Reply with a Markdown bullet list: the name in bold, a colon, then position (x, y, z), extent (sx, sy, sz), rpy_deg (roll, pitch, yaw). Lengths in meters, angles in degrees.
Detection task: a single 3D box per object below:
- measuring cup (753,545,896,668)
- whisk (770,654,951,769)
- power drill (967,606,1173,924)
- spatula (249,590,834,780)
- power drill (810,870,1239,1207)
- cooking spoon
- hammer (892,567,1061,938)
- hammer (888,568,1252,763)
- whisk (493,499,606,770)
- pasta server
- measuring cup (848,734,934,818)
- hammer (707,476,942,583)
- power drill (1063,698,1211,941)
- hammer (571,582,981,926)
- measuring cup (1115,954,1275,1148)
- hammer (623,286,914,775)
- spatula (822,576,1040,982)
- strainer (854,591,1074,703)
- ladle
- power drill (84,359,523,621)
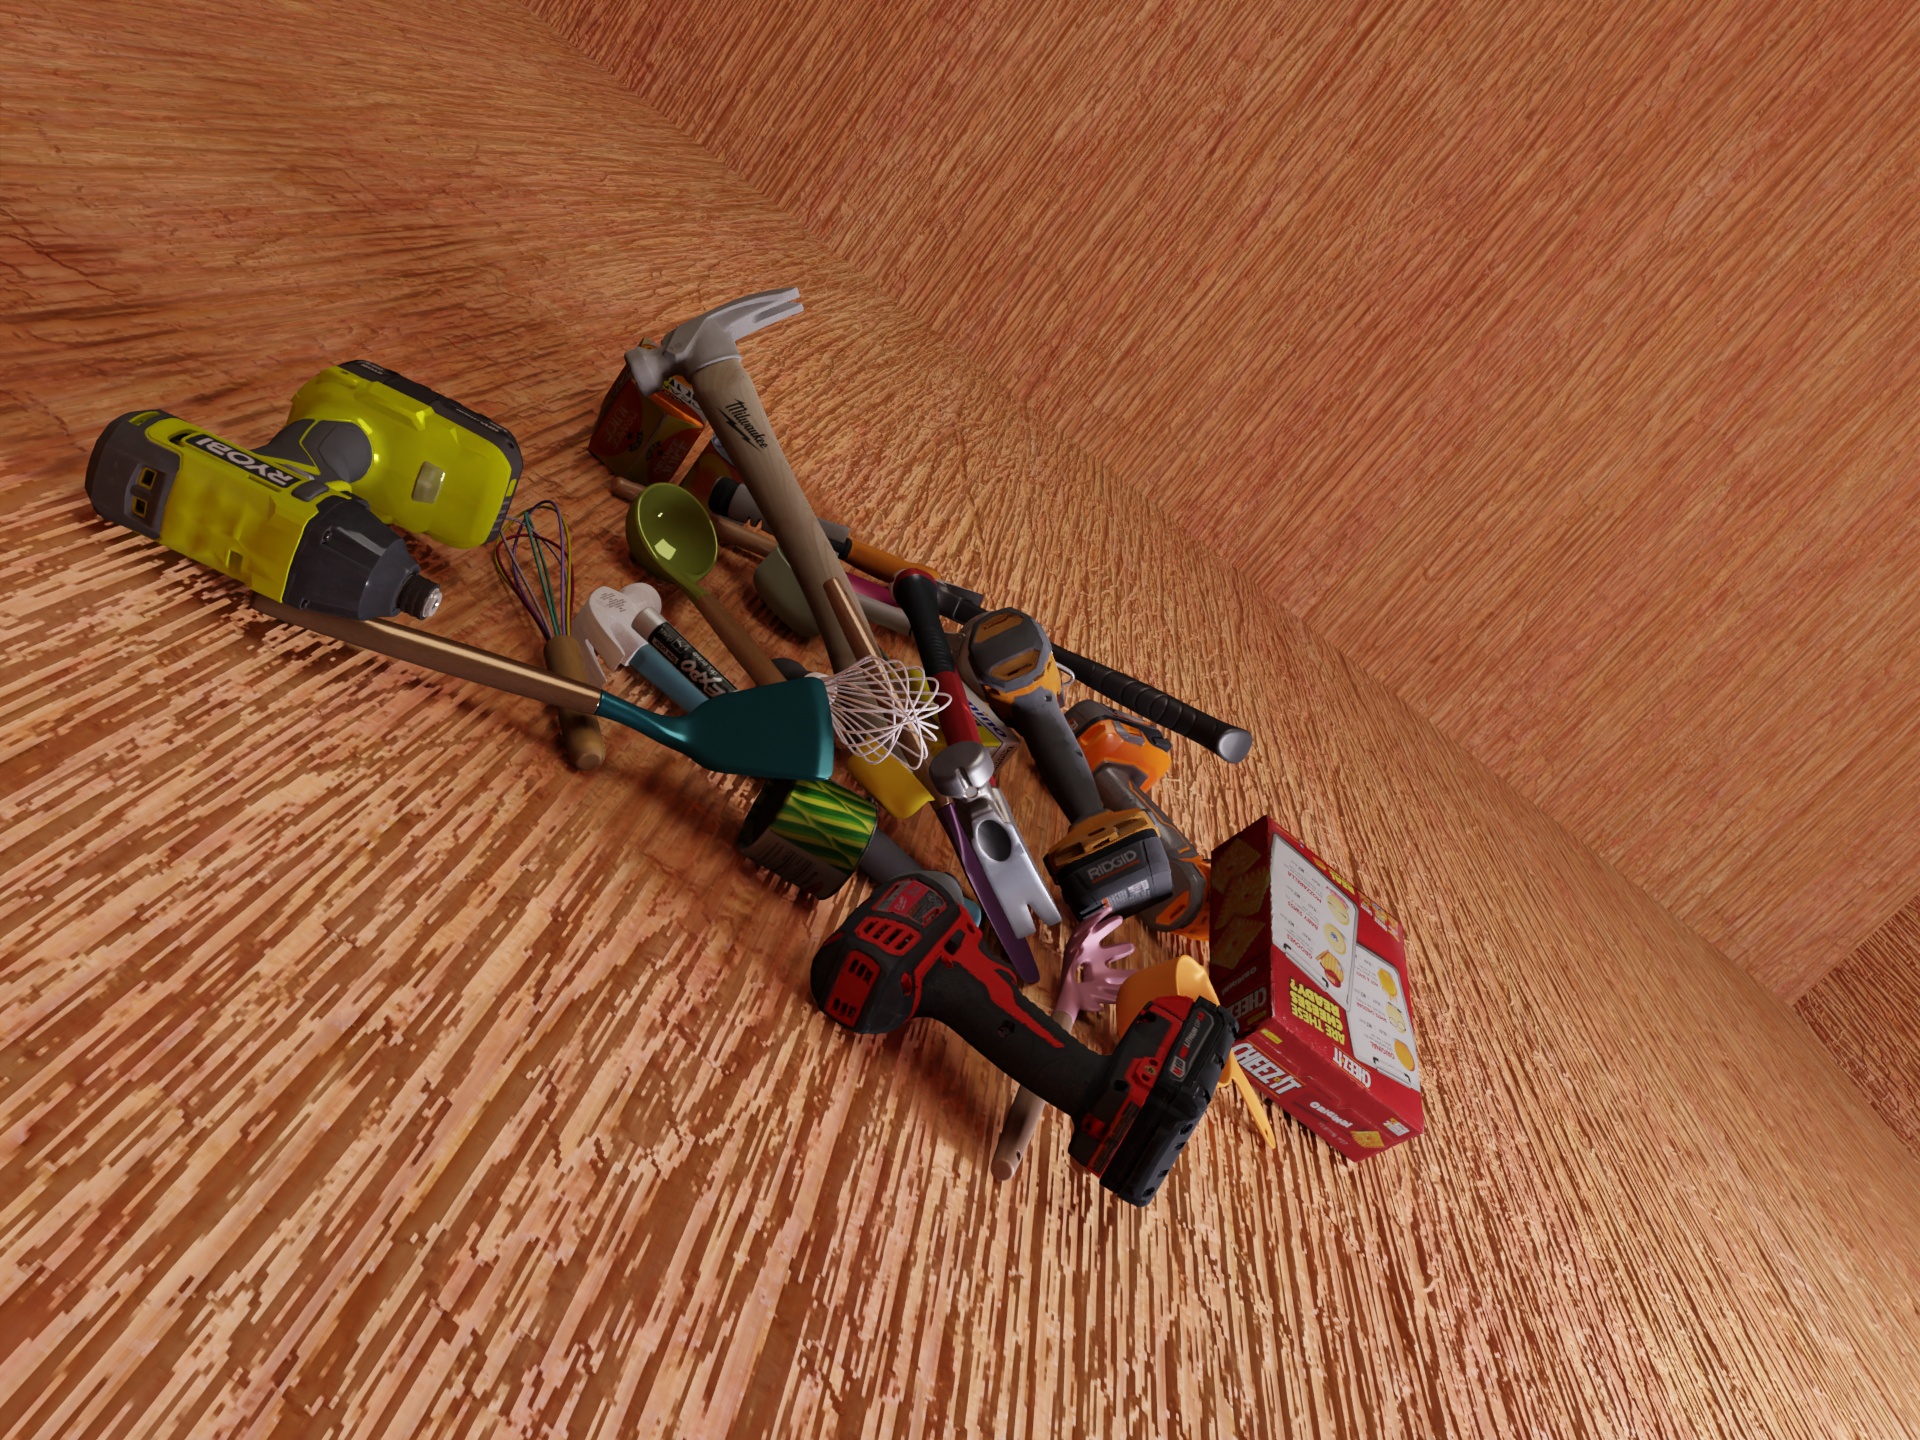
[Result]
- **measuring cup**: position (-0.110, -0.078, 1.305), extent (0.167, 0.038, 0.083), rpy_deg (44, 7, -45)
- **whisk**: position (-0.082, -0.015, 1.034), extent (0.070, 0.070, 0.285), rpy_deg (31, -6, -24)
- **power drill**: position (0.079, 0.042, 1.195), extent (0.185, 0.084, 0.226), rpy_deg (62, 3, -70)
- **spatula**: position (-0.220, -0.026, 0.874), extent (0.317, 0.044, 0.082), rpy_deg (18, 42, -27)
- **power drill**: position (0.036, 0.160, 0.889), extent (0.220, 0.078, 0.143), rpy_deg (29, 25, 10)
- **cooking spoon**: position (-0.160, -0.146, 1.362), extent (0.318, 0.017, 0.069), rpy_deg (20, 6, -40)
- **hammer**: position (-0.002, -0.004, 1.143), extent (0.387, 0.038, 0.143), rpy_deg (-108, 173, -61)
- **hammer**: position (0.102, -0.048, 1.399), extent (0.335, 0.035, 0.146), rpy_deg (28, 7, 19)
- **whisk**: position (-0.250, -0.055, 0.970), extent (0.047, 0.051, 0.245), rpy_deg (-9, 44, -18)
- **pasta server**: position (0.065, 0.195, 0.980), extent (0.060, 0.040, 0.316), rpy_deg (67, 18, -8)
- **measuring cup**: position (-0.048, 0.049, 1.074), extent (0.062, 0.029, 0.156), rpy_deg (44, -9, 8)
- **hammer**: position (-0.088, -0.147, 1.418), extent (0.127, 0.034, 0.336), rpy_deg (26, 5, 22)
- **power drill**: position (0.175, 0.096, 1.364), extent (0.164, 0.084, 0.227), rpy_deg (19, 32, -48)
- **hammer**: position (-0.118, 0.030, 1.024), extent (0.331, 0.033, 0.128), rpy_deg (40, 17, 3)
- **measuring cup**: position (0.157, 0.234, 1.062), extent (0.173, 0.052, 0.095), rpy_deg (59, 23, -28)
- **hammer**: position (-0.112, -0.143, 1.190), extent (0.038, 0.146, 0.411), rpy_deg (75, -11, -71)
- **spatula**: position (-0.021, 0.037, 1.091), extent (0.316, 0.018, 0.059), rpy_deg (62, 14, 14)
- **strainer**: position (-0.029, -0.073, 1.341), extent (0.258, 0.086, 0.050), rpy_deg (22, 25, 8)
- **ladle**: position (-0.158, -0.079, 1.088), extent (0.078, 0.062, 0.320), rpy_deg (31, 10, -40)
- **power drill**: position (-0.334, -0.123, 0.870), extent (0.171, 0.080, 0.223), rpy_deg (25, 21, -5)
